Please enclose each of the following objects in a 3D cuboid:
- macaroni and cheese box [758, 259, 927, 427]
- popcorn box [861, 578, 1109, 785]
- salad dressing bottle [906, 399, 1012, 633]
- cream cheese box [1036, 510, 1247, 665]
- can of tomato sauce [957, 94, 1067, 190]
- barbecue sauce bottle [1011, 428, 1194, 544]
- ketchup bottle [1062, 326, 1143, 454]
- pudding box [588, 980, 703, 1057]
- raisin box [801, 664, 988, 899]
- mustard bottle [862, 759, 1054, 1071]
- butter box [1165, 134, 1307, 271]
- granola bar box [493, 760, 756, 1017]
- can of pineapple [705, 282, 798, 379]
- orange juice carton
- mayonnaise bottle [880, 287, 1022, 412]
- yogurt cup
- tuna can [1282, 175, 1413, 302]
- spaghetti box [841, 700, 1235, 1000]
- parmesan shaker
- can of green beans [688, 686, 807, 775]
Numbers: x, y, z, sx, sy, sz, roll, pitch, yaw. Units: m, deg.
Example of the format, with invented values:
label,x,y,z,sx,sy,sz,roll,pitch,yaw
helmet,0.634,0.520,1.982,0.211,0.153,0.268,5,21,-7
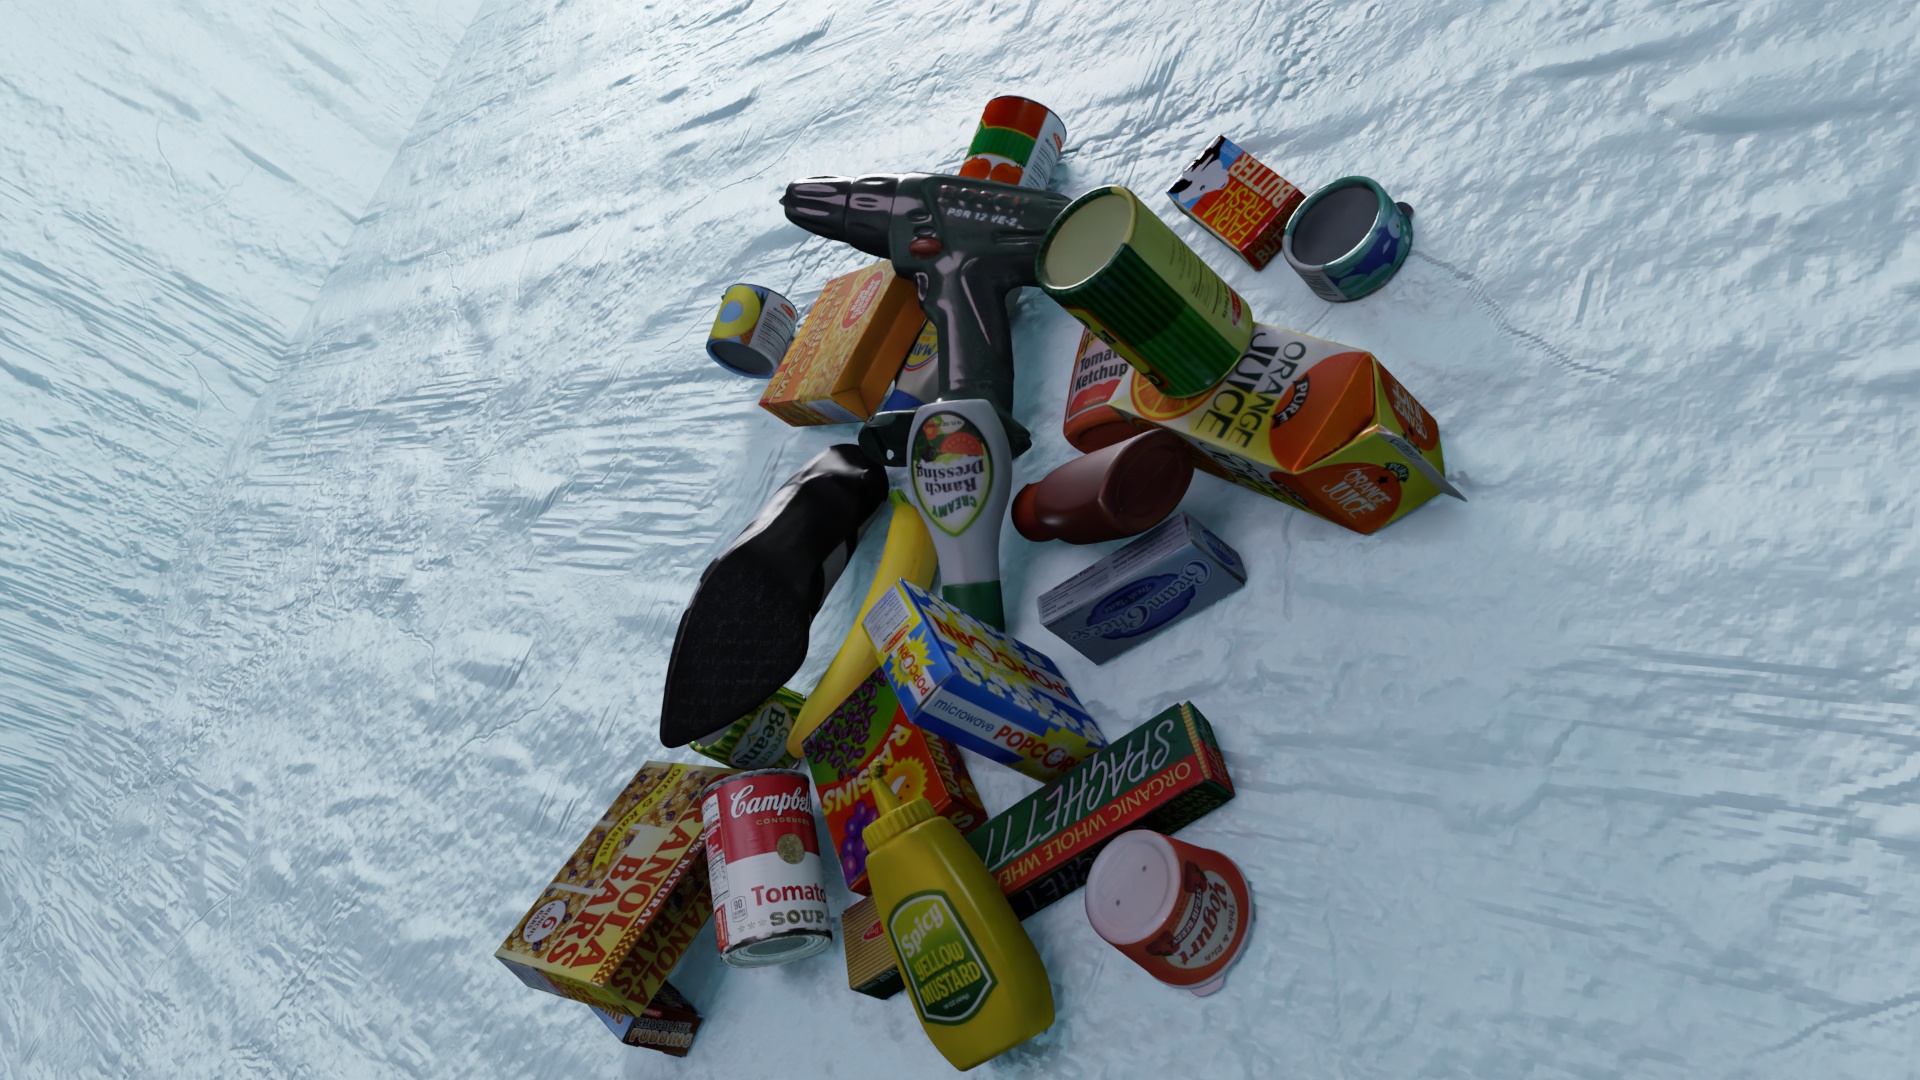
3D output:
label,x,y,z,sx,sy,sz,roll,pitch,yaw
macaroni and cheese box,-0.086,-0.149,1.064,0.124,0.040,0.166,-62,24,-10
popcorn box,0.013,0.079,0.751,0.038,0.126,0.085,-50,38,12
salad dressing bottle,0.003,-0.011,0.845,0.064,0.044,0.147,-6,91,20
cream cheese box,0.098,0.028,0.758,0.103,0.053,0.024,-32,42,27
can of tomato sauce,0.034,-0.279,1.039,0.071,0.071,0.083,2,66,48
barbecue sauce bottle,0.073,-0.024,0.793,0.065,0.043,0.148,-46,11,-19
ketchup bottle,0.104,-0.126,0.873,0.064,0.043,0.149,-16,52,40
pudding box,-0.207,0.296,0.891,0.084,0.049,0.030,16,78,52
raisin box,-0.042,0.143,0.835,0.086,0.040,0.124,-44,40,14
mustard bottle,-0.013,0.185,0.711,0.065,0.049,0.160,-36,72,21
butter box,0.175,-0.214,0.876,0.053,0.024,0.104,-47,38,12
granola bar box,-0.206,0.221,0.904,0.124,0.039,0.166,-4,39,41
can of pineapple,-0.181,-0.180,1.197,0.071,0.071,0.058,-7,59,45
orange juice carton,0.173,-0.063,0.729,0.073,0.071,0.193,-58,37,-1
mayonnaise bottle,-0.014,-0.131,1.003,0.065,0.041,0.148,21,79,56
yogurt cup,0.096,0.171,0.655,0.072,0.054,0.073,-28,45,32
tuna can,0.221,-0.174,0.790,0.071,0.033,0.071,-27,46,33
spaghetti box,0.035,0.170,0.741,0.249,0.028,0.050,-36,42,23
parmesan shaker,0.094,-0.129,0.717,0.071,0.103,0.071,-28,45,33
can of green beans,-0.144,0.123,0.943,0.071,0.057,0.071,-27,46,32
